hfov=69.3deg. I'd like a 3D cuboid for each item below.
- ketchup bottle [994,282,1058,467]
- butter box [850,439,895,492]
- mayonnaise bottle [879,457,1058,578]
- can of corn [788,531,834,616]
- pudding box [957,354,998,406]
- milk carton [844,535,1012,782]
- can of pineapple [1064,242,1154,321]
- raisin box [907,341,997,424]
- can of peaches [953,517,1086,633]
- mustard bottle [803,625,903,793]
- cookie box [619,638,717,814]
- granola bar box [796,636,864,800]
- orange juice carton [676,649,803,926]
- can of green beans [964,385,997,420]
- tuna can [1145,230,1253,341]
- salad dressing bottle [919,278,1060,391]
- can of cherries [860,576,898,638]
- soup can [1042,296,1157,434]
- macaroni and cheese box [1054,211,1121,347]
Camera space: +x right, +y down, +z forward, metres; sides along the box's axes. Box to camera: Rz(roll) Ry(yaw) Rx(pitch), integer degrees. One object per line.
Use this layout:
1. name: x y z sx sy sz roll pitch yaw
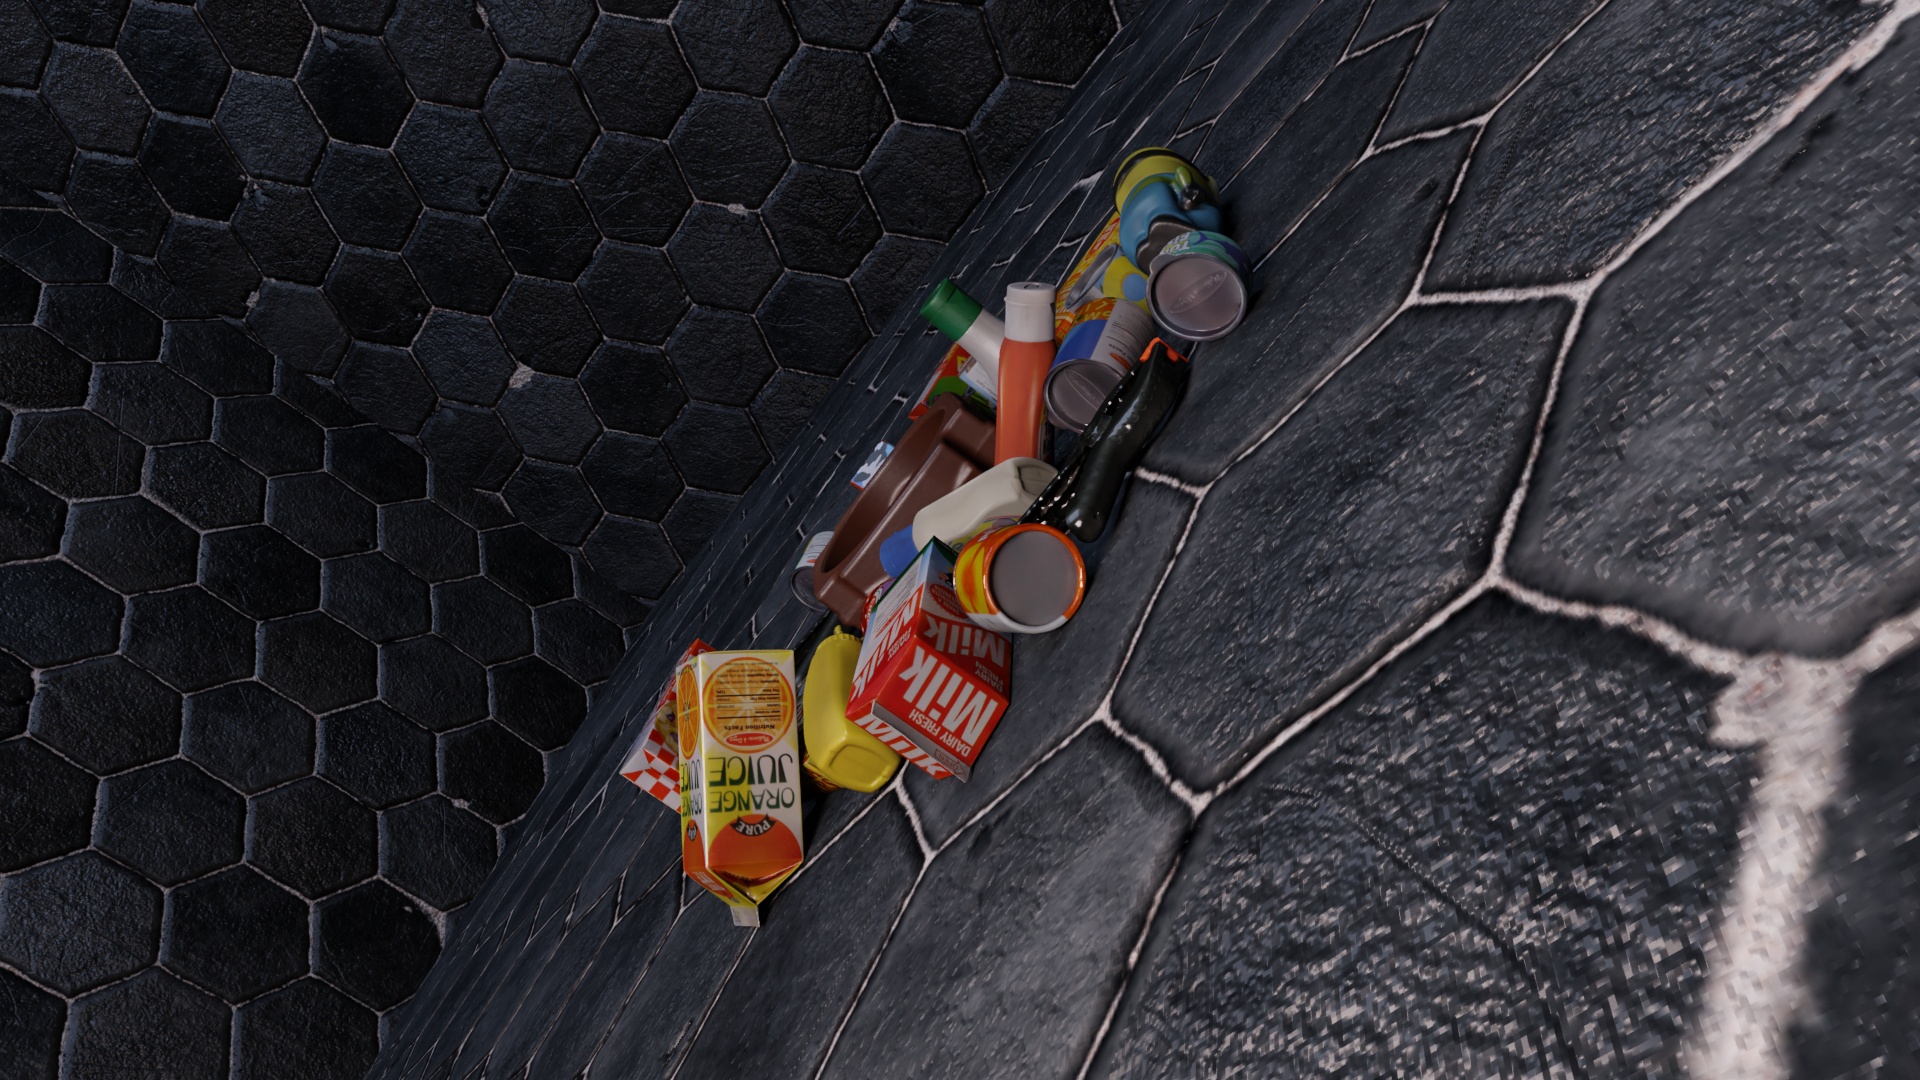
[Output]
1. ketchup bottle: 0.049 -0.114 1.024 0.065 0.043 0.148 -51 -35 -65
2. butter box: -0.050 -0.050 1.304 0.104 0.024 0.053 31 81 33
3. mayonnaise bottle: 0.004 -0.013 1.003 0.147 0.065 0.041 -29 66 37
4. can of corn: -0.138 0.035 1.450 0.071 0.071 0.058 -42 16 42
5. pudding box: 0.045 -0.137 1.197 0.049 0.083 0.030 -49 10 22
6. milk carton: -0.017 0.079 0.866 0.073 0.072 0.191 -49 12 20
7. can of pineapple: 0.127 -0.197 1.117 0.071 0.058 0.071 -50 13 16
8. raisin box: 0.018 -0.144 1.310 0.124 0.086 0.040 -60 12 -28
9. can of peaches: 0.035 0.021 0.835 0.071 0.071 0.058 -56 13 -12
10. mustard bottle: -0.078 0.108 0.972 0.048 0.065 0.161 -50 25 17
11. cookie box: -0.206 0.172 1.186 0.040 0.123 0.168 -47 14 25
12. granola bar box: -0.105 0.141 1.092 0.125 0.039 0.165 -60 14 -27
13. orange juice carton: -0.159 0.179 1.002 0.071 0.073 0.193 151 117 -62
14. can of green beans: 0.046 -0.139 1.257 0.071 0.058 0.071 -50 13 16
15. tuna can: 0.154 -0.168 0.905 0.070 0.071 0.033 -42 16 42
16. salad dressing bottle: 0.035 -0.153 1.123 0.064 0.147 0.044 -60 14 -27
17. can of cherries: -0.036 0.057 0.996 0.071 0.071 0.058 -56 12 -12
18. soup can: 0.100 -0.125 0.998 0.071 0.071 0.084 -42 16 43
19. macaroni and cheese box: 0.125 -0.230 1.257 0.166 0.040 0.124 -54 11 -3
